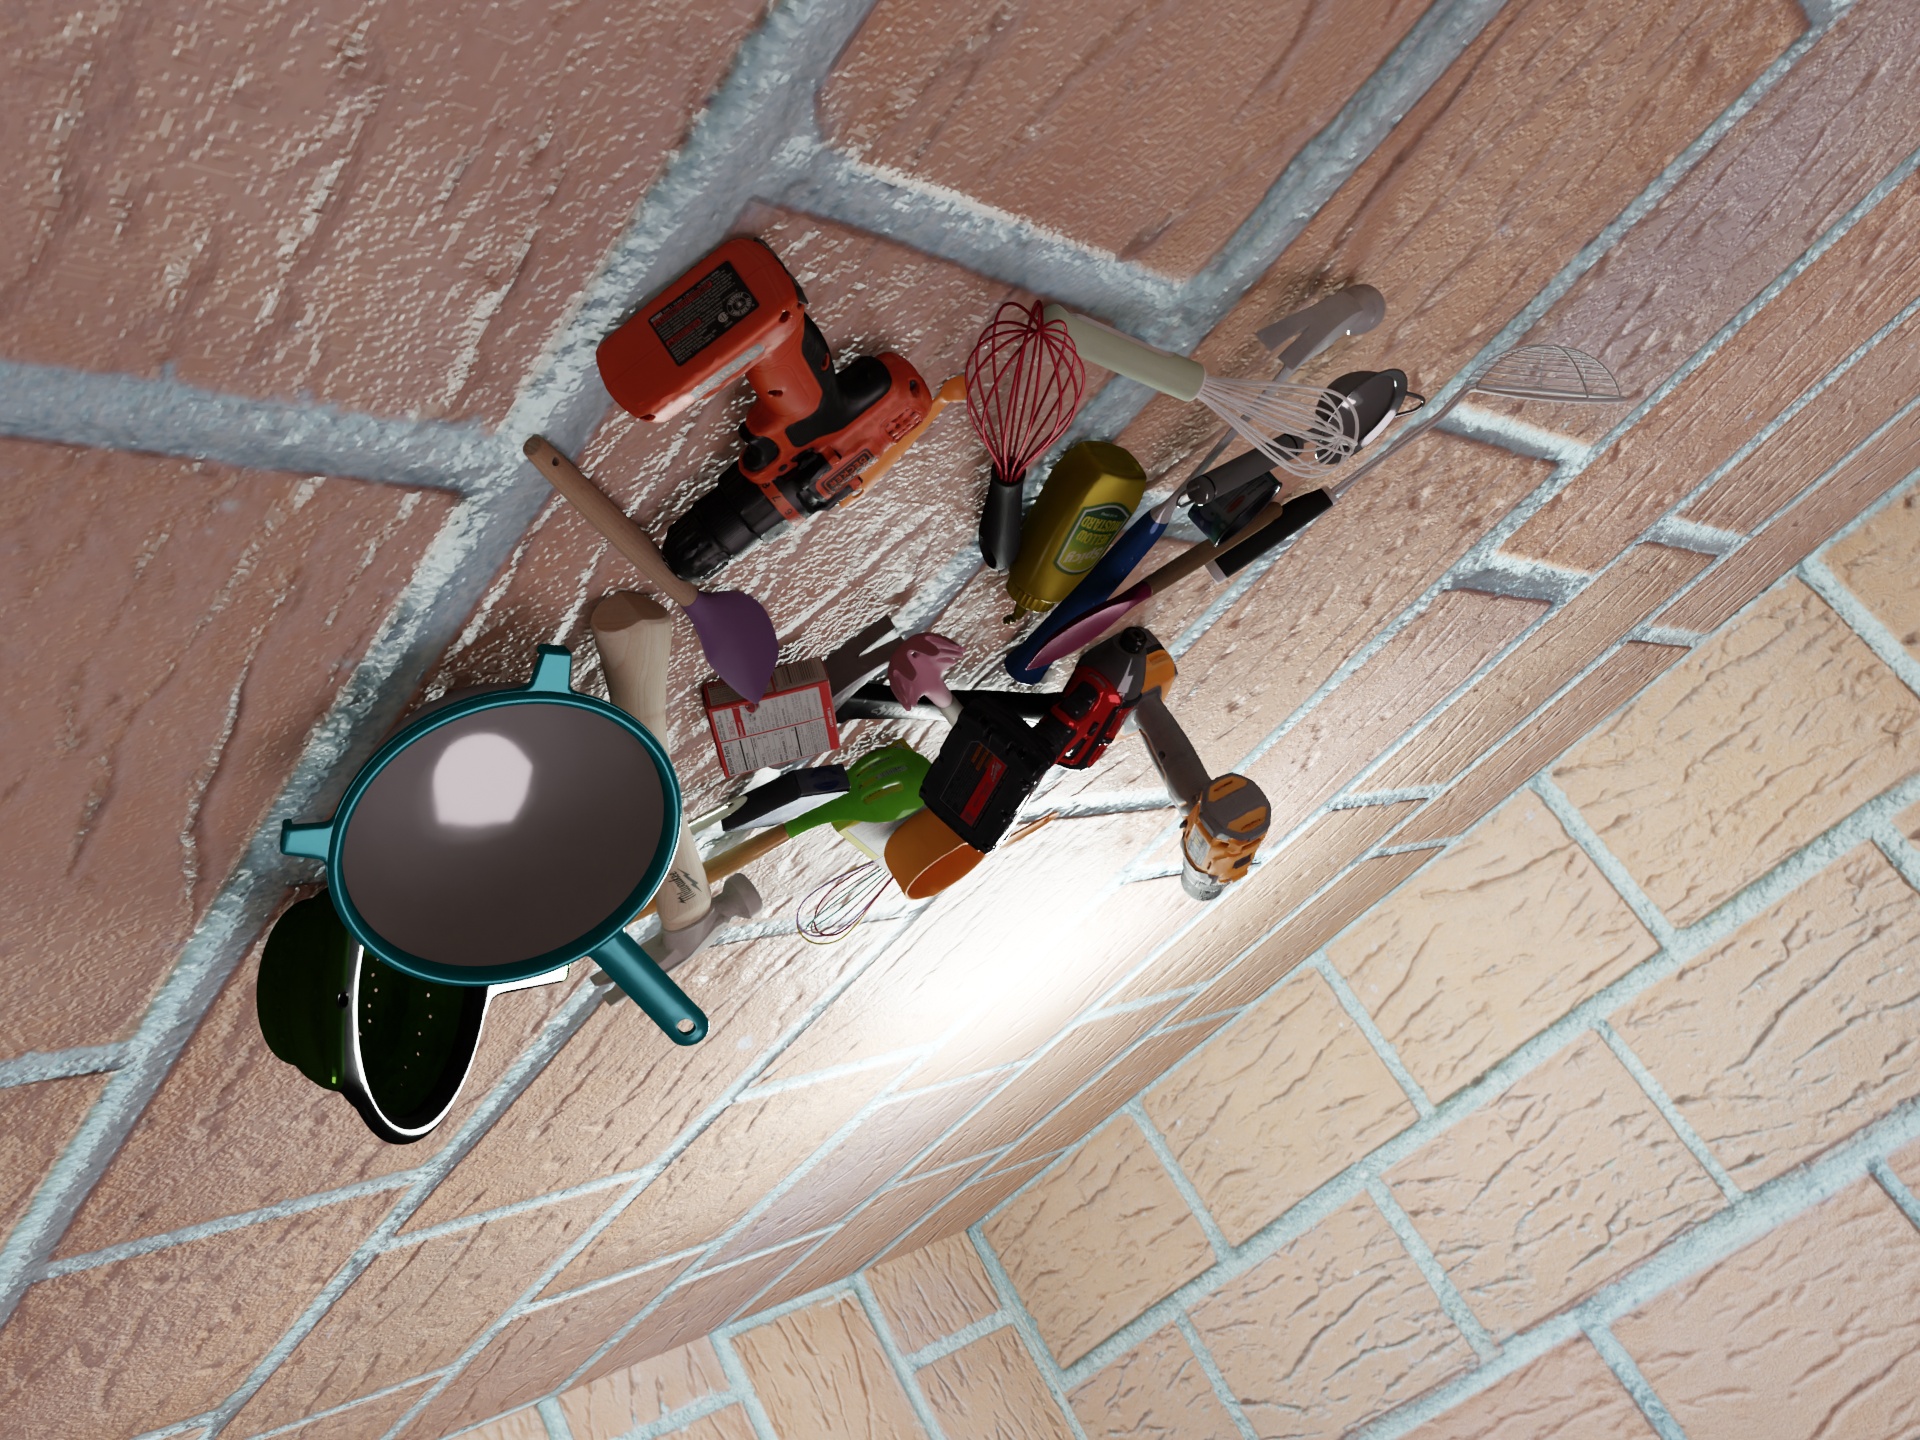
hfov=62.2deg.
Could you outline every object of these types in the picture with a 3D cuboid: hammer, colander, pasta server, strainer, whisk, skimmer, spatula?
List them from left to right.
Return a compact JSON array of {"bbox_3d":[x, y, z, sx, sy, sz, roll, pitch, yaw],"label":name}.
[{"bbox_3d":[-0.387,0.181,1.134,0.094,0.204,0.397,1,175,7],"label":"colander"},{"bbox_3d":[-0.263,0.095,1.026,0.211,0.095,0.340,-36,133,-6],"label":"strainer"},{"bbox_3d":[-0.221,0.063,1.117,0.146,0.038,0.410,-33,151,-23],"label":"hammer"},{"bbox_3d":[-0.175,-0.088,0.959,0.060,0.018,0.315,-70,157,-14],"label":"spatula"},{"bbox_3d":[-0.055,0.134,1.527,0.245,0.047,0.051,-37,155,2],"label":"whisk"},{"bbox_3d":[-0.011,-0.016,1.298,0.146,0.035,0.334,-45,154,27],"label":"hammer"},{"bbox_3d":[-0.002,-0.004,1.240,0.060,0.040,0.316,-47,159,-4],"label":"pasta server"},{"bbox_3d":[0.032,-0.169,1.020,0.073,0.073,0.295,-27,163,-13],"label":"whisk"},{"bbox_3d":[0.153,-0.161,1.193,0.144,0.035,0.405,-31,166,-51],"label":"hammer"},{"bbox_3d":[0.155,-0.212,1.008,0.246,0.058,0.059,16,107,-25],"label":"whisk"},{"bbox_3d":[0.237,-0.200,1.127,0.258,0.050,0.086,-29,152,-33],"label":"strainer"},{"bbox_3d":[0.382,-0.204,1.354,0.363,0.090,0.127,-34,-168,11],"label":"skimmer"}]

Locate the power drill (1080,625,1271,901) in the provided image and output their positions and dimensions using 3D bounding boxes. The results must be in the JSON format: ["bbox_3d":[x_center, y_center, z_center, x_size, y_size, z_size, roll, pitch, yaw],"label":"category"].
[{"bbox_3d":[0.188,0.050,1.432,0.084,0.226,0.185,-26,156,-15],"label":"power drill"}]

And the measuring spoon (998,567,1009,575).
[{"bbox_3d":[0.081,-0.142,1.184,0.124,0.018,0.034,-37,156,4],"label":"measuring spoon"}]

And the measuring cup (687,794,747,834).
[{"bbox_3d":[-0.240,0.082,1.205,0.167,0.038,0.083,-27,154,-31],"label":"measuring cup"}]

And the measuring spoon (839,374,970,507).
[{"bbox_3d":[-0.035,-0.171,0.993,0.117,0.011,0.021,-43,155,21],"label":"measuring spoon"}]

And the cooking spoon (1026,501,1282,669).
[{"bbox_3d":[0.161,-0.113,1.260,0.319,0.017,0.068,-32,168,-37],"label":"cooking spoon"}]

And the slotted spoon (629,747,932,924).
[{"bbox_3d":[-0.165,0.105,1.318,0.314,0.070,0.031,-27,146,4],"label":"slotted spoon"}]

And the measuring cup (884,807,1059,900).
[{"bbox_3d":[0.009,0.098,1.415,0.173,0.052,0.095,-23,156,-31],"label":"measuring cup"}]

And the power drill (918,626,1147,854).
[{"bbox_3d":[0.073,0.006,1.284,0.219,0.078,0.143,-32,157,-49],"label":"power drill"}]
